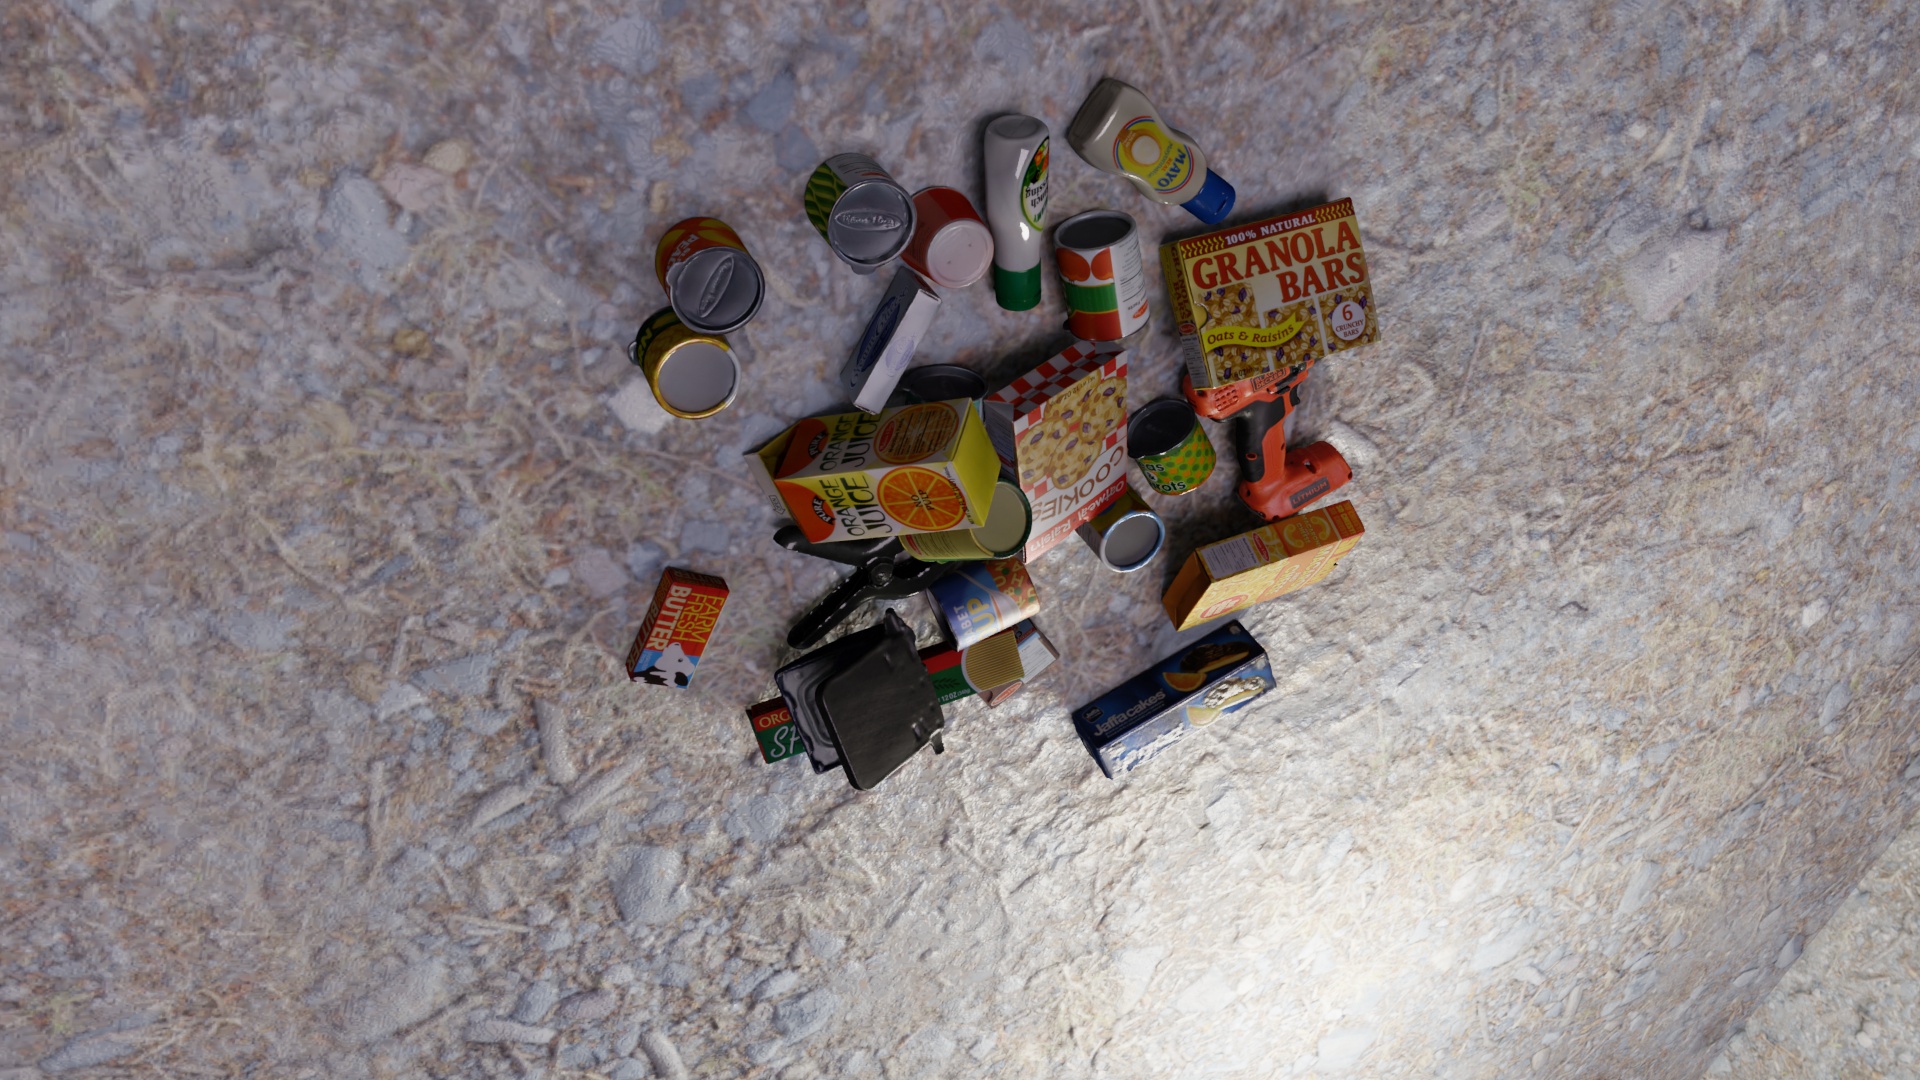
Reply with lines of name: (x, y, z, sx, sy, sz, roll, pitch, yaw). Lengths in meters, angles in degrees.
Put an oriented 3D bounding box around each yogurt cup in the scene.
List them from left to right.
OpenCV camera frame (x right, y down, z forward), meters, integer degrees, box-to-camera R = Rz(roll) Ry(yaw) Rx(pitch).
yogurt cup: (-0.010, -0.223, 1.035, 0.072, 0.054, 0.072, -13, 126, -18)

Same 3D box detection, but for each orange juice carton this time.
orange juice carton: (-0.073, -0.051, 1.078, 0.192, 0.073, 0.071, -5, 134, 24)

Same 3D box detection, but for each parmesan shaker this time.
parmesan shaker: (0.004, -0.014, 1.132, 0.071, 0.103, 0.071, 1, 88, -36)

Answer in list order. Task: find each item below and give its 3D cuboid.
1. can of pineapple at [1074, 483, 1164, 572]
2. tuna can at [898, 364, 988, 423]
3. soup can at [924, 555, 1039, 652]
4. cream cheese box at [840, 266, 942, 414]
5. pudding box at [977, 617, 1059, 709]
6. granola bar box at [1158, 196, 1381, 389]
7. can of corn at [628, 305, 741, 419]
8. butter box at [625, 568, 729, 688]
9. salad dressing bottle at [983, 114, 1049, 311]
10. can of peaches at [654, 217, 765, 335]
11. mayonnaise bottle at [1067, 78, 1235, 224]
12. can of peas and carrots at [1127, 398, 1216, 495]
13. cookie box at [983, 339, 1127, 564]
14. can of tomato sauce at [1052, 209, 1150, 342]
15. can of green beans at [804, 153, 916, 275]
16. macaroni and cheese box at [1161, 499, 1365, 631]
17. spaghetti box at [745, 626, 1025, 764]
can of pineapple: (0.144, -0.014, 1.252, 0.071, 0.058, 0.070, -13, 126, -18)
tuna can: (-0.014, -0.111, 1.103, 0.071, 0.071, 0.032, -10, 126, -20)
soup can: (0.020, 0.053, 1.229, 0.084, 0.071, 0.071, -25, 130, -9)
cream cheese box: (-0.054, -0.153, 1.061, 0.024, 0.053, 0.103, 22, 110, -28)
pudding box: (0.046, 0.115, 1.311, 0.083, 0.030, 0.049, -39, 131, 3)
granola bar box: (0.260, -0.205, 1.156, 0.166, 0.039, 0.124, -17, 99, -15)
can of corn: (-0.199, -0.128, 1.004, 0.071, 0.058, 0.070, -13, 126, -18)
butter box: (-0.234, 0.073, 1.148, 0.053, 0.024, 0.103, 12, 116, -33)
salad dressing bottle: (0.043, -0.244, 1.048, 0.146, 0.044, 0.064, 87, 25, -43)
can of peaches: (-0.178, -0.187, 0.974, 0.071, 0.058, 0.071, -13, 127, -17)
mayonnaise bottle: (0.153, -0.294, 1.075, 0.148, 0.041, 0.064, 24, 108, -35)
can of peas and carrots: (0.183, -0.080, 1.220, 0.071, 0.071, 0.058, -36, 131, 1)
cookie box: (0.083, -0.074, 1.154, 0.123, 0.040, 0.166, -34, 143, -23)
can of tomato sauce: (0.110, -0.209, 1.097, 0.071, 0.071, 0.082, -23, 129, -10)
can of green beans: (-0.072, -0.236, 0.992, 0.071, 0.058, 0.071, -13, 127, -18)
macaroni and cheese box: (0.288, 0.026, 1.327, 0.167, 0.040, 0.123, -17, 159, -15)
spaghetti box: (-0.066, 0.136, 1.250, 0.250, 0.029, 0.050, -18, 108, -9)
